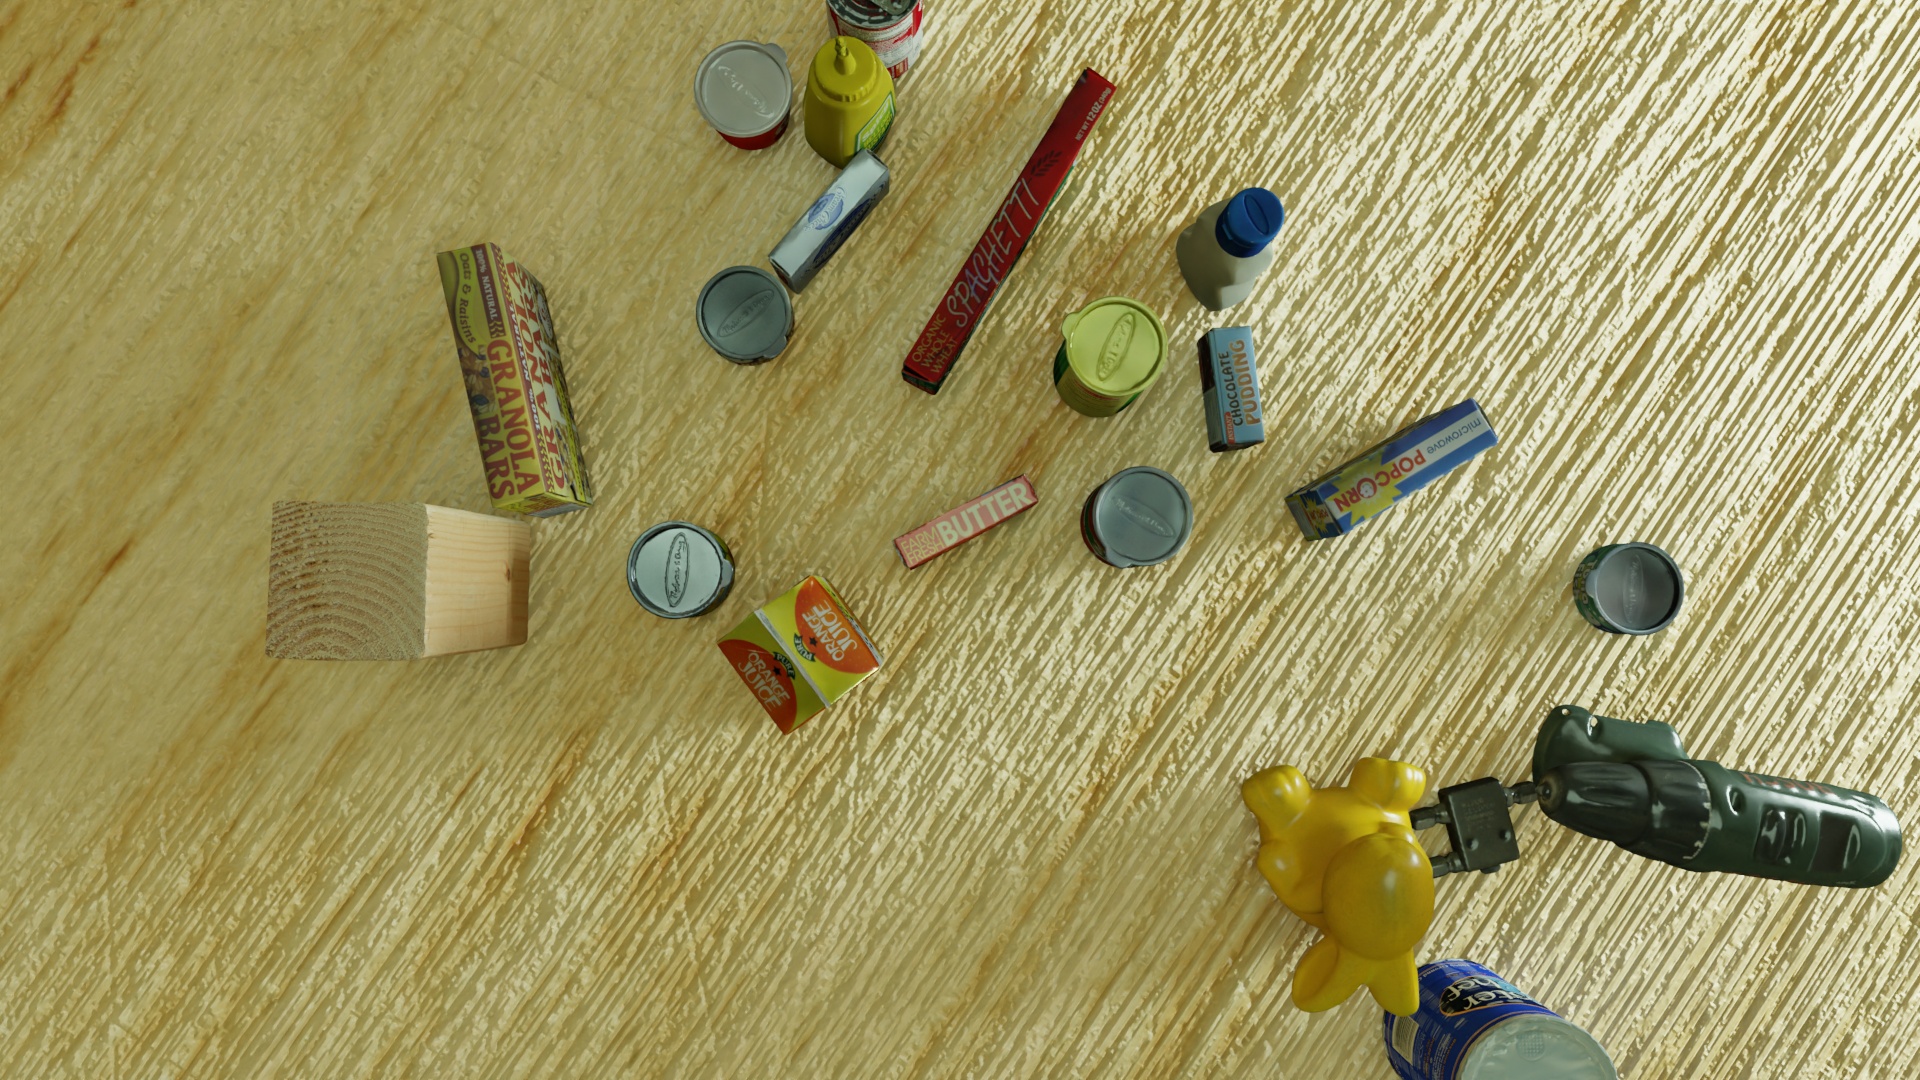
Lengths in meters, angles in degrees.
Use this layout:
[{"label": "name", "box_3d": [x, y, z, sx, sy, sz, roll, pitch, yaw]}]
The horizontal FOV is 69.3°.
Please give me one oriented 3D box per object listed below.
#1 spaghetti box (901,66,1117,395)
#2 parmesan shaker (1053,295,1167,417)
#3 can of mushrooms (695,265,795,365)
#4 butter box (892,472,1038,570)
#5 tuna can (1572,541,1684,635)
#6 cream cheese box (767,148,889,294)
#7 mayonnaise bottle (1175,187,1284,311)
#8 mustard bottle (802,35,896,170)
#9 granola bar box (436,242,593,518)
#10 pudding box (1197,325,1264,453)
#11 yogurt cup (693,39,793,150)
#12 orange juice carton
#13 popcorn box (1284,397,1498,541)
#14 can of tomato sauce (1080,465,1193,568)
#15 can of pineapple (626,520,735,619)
[{"label": "spaghetti box", "box_3d": [0.033, -0.215, 0.977, 0.029, 0.050, 0.250, 31, 86, 0]}, {"label": "parmesan shaker", "box_3d": [0.097, -0.125, 0.948, 0.071, 0.103, 0.071, 0, 87, -2]}, {"label": "can of mushrooms", "box_3d": [-0.149, -0.155, 0.977, 0.071, 0.033, 0.071, 0, 87, -2]}, {"label": "butter box", "box_3d": [0.003, -0.012, 0.964, 0.103, 0.053, 0.024, -27, 89, -3]}, {"label": "tuna can", "box_3d": [0.471, 0.034, 0.986, 0.071, 0.033, 0.071, 0, 87, -2]}, {"label": "cream cheese box", "box_3d": [-0.091, -0.223, 0.972, 0.024, 0.053, 0.104, 41, 87, 0]}, {"label": "mayonnaise bottle", "box_3d": [0.182, -0.198, 0.932, 0.041, 0.148, 0.065, -27, 88, -3]}, {"label": "mustard bottle", "box_3d": [-0.075, -0.296, 0.923, 0.049, 0.160, 0.065, 36, 87, 0]}, {"label": "granola bar box", "box_3d": [-0.293, -0.102, 0.924, 0.039, 0.124, 0.165, -13, 88, -2]}, {"label": "pudding box", "box_3d": [0.189, -0.106, 0.976, 0.030, 0.049, 0.083, -7, 87, -2]}, {"label": "yogurt cup", "box_3d": [-0.149, -0.309, 0.975, 0.072, 0.054, 0.072, 0, 87, -2]}, {"label": "orange juice carton", "box_3d": [-0.099, 0.071, 0.886, 0.073, 0.192, 0.072, -36, 89, -3]}, {"label": "popcorn box", "box_3d": [0.295, -0.047, 0.959, 0.127, 0.085, 0.038, -30, 89, -3]}, {"label": "can of tomato sauce", "box_3d": [0.118, -0.012, 0.952, 0.071, 0.083, 0.071, 0, 87, -2]}, {"label": "can of pineapple", "box_3d": [-0.189, 0.022, 0.954, 0.071, 0.058, 0.071, 0, 87, -2]}]
